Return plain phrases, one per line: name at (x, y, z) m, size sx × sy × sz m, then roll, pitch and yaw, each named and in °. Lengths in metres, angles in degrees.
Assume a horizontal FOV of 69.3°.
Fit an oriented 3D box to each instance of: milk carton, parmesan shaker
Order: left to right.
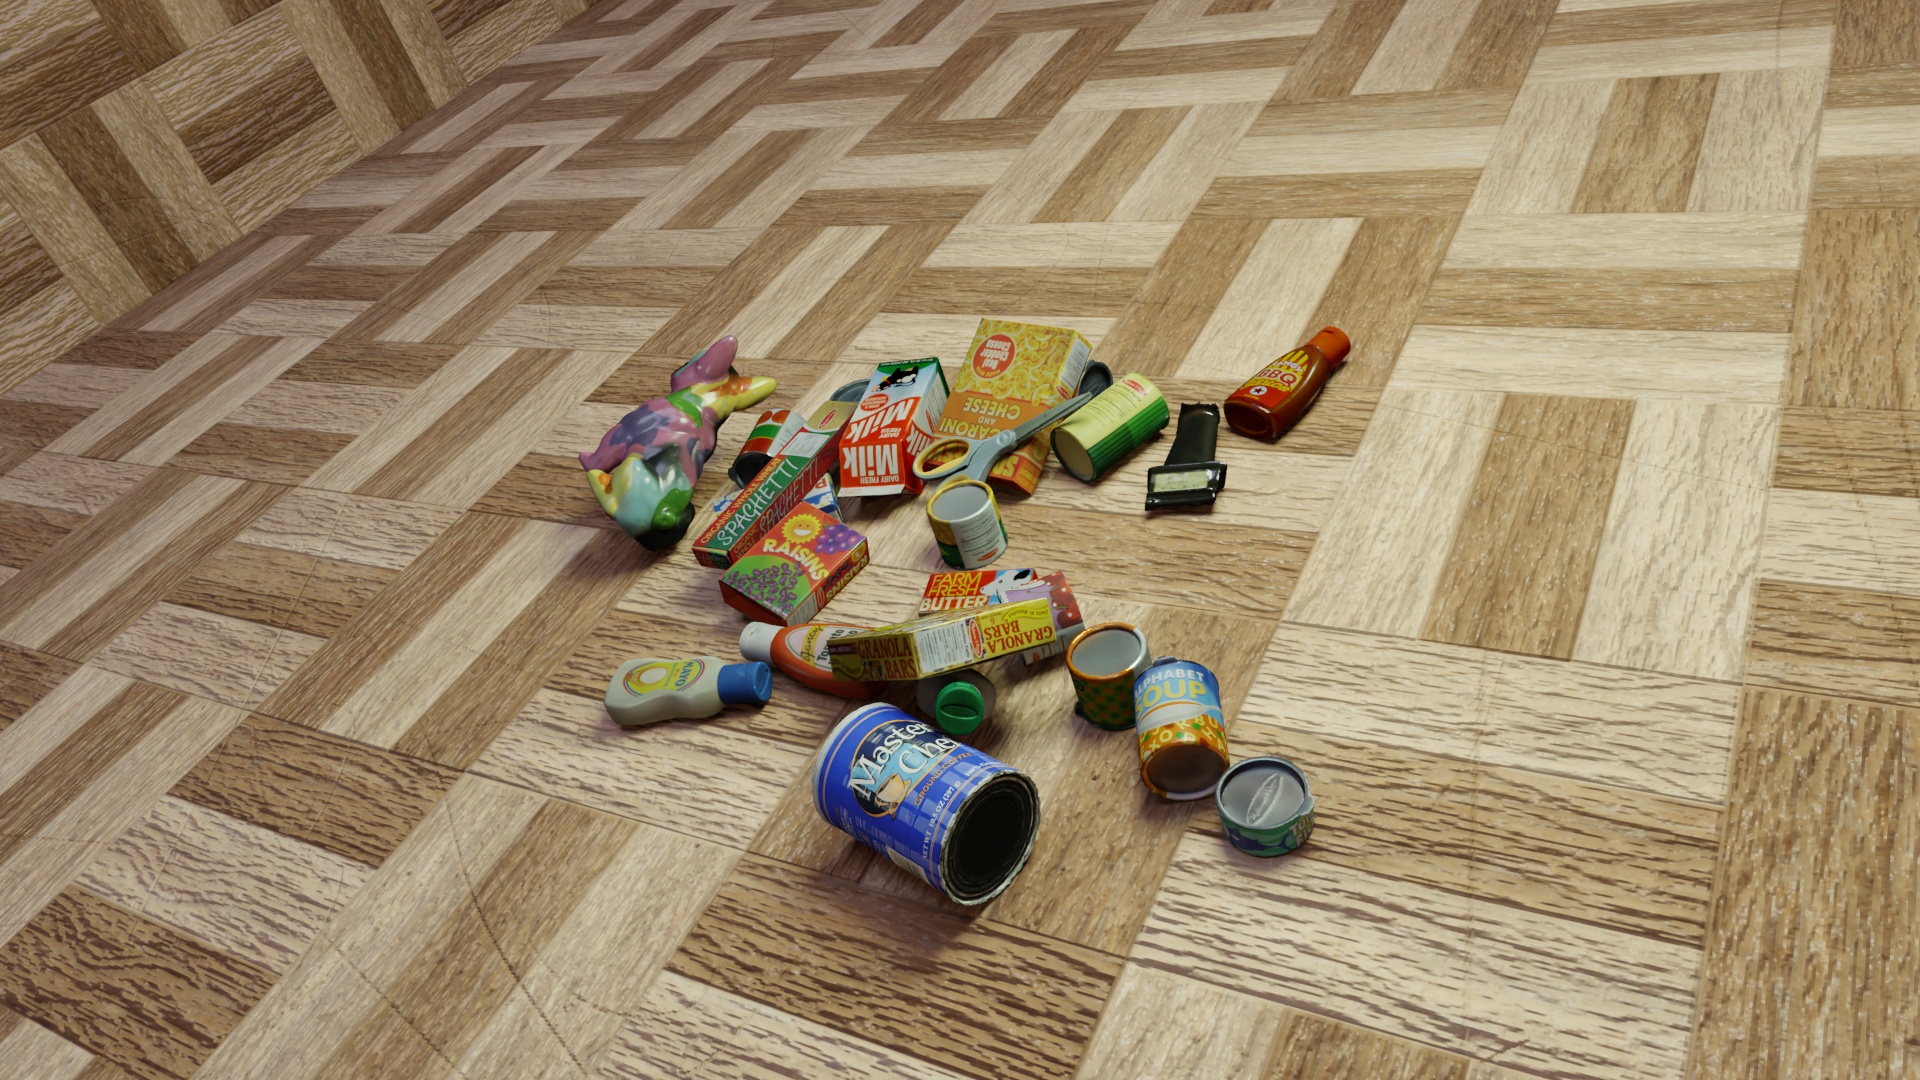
milk carton at (-0.069, -0.107, 1.451) m, size 0.072 × 0.073 × 0.192 m, roll -3°, pitch 40°, yaw 20°
parmesan shaker at (0.145, -0.111, 1.366) m, size 0.103 × 0.071 × 0.071 m, roll -37°, pitch 40°, yaw -21°

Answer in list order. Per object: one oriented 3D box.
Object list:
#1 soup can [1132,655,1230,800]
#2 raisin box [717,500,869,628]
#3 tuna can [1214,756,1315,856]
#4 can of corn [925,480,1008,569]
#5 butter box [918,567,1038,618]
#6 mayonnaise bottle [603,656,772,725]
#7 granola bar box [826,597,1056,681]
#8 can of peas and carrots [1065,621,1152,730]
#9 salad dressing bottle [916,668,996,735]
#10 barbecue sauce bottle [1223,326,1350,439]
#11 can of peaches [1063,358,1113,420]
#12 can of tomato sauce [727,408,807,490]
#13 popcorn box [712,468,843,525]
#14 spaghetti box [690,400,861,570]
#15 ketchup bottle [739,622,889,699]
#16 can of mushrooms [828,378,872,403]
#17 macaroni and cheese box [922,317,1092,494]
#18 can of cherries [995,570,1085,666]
soup can at (0.163, 0.139, 1.034) m, size 0.071 × 0.071 × 0.084 m, roll -11°, pitch 37°, yaw 11°
raisin box at (-0.158, 0.027, 1.330) m, size 0.086 × 0.039 × 0.124 m, roll 28°, pitch 55°, yaw 25°
tuna can at (0.217, 0.188, 0.979) m, size 0.071 × 0.032 × 0.071 m, roll -12°, pitch 37°, yaw 10°
can of corn at (0.005, -0.016, 1.314) m, size 0.071 × 0.058 × 0.071 m, roll -12°, pitch 37°, yaw 9°
butter box at (0.016, 0.052, 1.250) m, size 0.103 × 0.024 × 0.053 m, roll -4°, pitch 40°, yaw 20°
mayonnaise bottle at (-0.243, 0.132, 1.250) m, size 0.148 × 0.041 × 0.065 m, roll -6°, pitch 38°, yaw 18°
granola bar box at (-0.019, 0.082, 1.120) m, size 0.124 × 0.039 × 0.165 m, roll -13°, pitch 0°, yaw -28°
can of peas and carrots at (0.119, 0.107, 1.104) m, size 0.071 × 0.058 × 0.071 m, roll -12°, pitch 36°, yaw 9°
salad dressing bottle at (-0.003, 0.124, 1.085) m, size 0.064 × 0.044 × 0.147 m, roll 9°, pitch -1°, yaw -1°
barbecue sauce bottle at (0.326, -0.157, 1.363) m, size 0.149 × 0.043 × 0.065 m, roll -40°, pitch 40°, yaw -26°
can of peaches at (0.116, -0.157, 1.434) m, size 0.058 × 0.071 × 0.071 m, roll 13°, pitch 48°, yaw 38°
can of tomato sauce at (-0.203, -0.093, 1.499) m, size 0.071 × 0.071 × 0.083 m, roll -4°, pitch 38°, yaw 20°
popcorn box at (-0.188, -0.026, 1.430) m, size 0.127 × 0.038 × 0.085 m, roll -20°, pitch 37°, yaw -1°
spaghetti box at (-0.180, -0.059, 1.410) m, size 0.050 × 0.028 × 0.251 m, roll 8°, pitch 44°, yaw 32°
ketchup bottle at (-0.129, 0.101, 1.237) m, size 0.149 × 0.043 × 0.065 m, roll 7°, pitch 49°, yaw 32°
can of mushrooms at (-0.110, -0.150, 1.558) m, size 0.071 × 0.033 × 0.071 m, roll -12°, pitch 36°, yaw 9°
macaroni and cheese box at (0.047, -0.138, 1.405) m, size 0.124 × 0.040 × 0.166 m, roll 15°, pitch 77°, yaw 39°
can of cherries at (0.068, 0.063, 1.175) m, size 0.058 × 0.071 × 0.072 m, roll -21°, pitch 36°, yaw -2°
